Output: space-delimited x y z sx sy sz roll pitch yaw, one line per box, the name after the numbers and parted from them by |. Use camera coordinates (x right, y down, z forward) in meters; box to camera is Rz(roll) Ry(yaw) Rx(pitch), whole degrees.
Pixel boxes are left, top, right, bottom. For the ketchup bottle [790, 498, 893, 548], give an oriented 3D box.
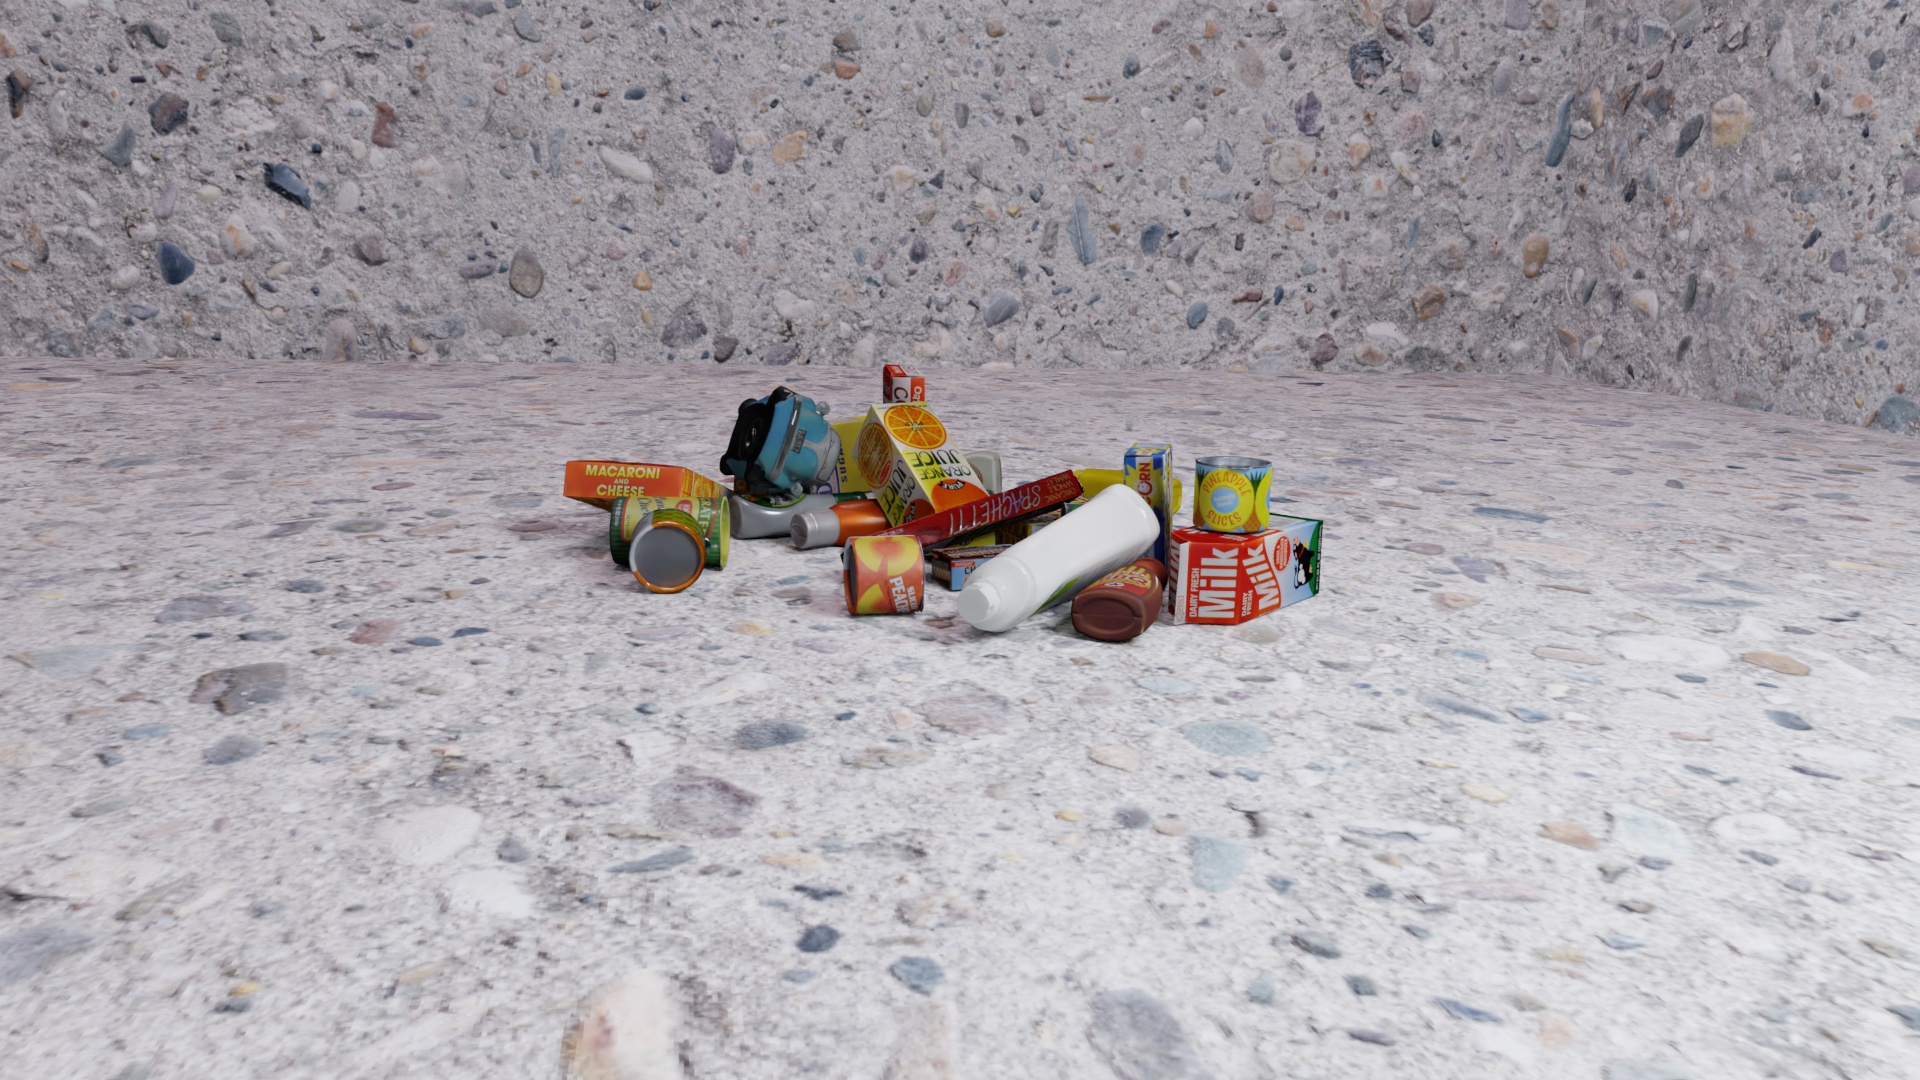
-0.103 -0.019 1.431 0.149 0.043 0.065 -8 22 -37 | ketchup bottle

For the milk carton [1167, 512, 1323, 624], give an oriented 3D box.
0.242 0.024 1.221 0.073 0.072 0.191 11 14 39 | milk carton

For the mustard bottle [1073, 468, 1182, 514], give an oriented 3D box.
0.180 -0.059 1.642 0.160 0.048 0.065 8 13 31 | mustard bottle

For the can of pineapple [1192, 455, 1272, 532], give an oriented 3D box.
0.235 -0.040 1.202 0.071 0.057 0.071 1 11 0 | can of pineapple

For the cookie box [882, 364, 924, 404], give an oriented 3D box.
-0.066 -0.109 1.559 0.040 0.167 0.123 -1 12 -8 | cookie box

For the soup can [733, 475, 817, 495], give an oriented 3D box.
-0.207 -0.060 1.552 0.084 0.071 0.071 2 12 3 | soup can

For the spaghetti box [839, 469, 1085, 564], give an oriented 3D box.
0.005 -0.017 1.319 0.251 0.029 0.050 -19 -9 -29 | spaghetti box

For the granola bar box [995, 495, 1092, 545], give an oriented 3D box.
0.093 -0.018 1.465 0.124 0.039 0.166 -4 13 -22 | granola bar box

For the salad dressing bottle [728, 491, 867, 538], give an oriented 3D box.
-0.170 -0.030 1.471 0.148 0.044 0.064 -5 17 -30 | salad dressing bottle

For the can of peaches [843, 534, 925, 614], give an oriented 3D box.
-0.065 0.030 1.166 0.058 0.071 0.071 -1 12 -15 | can of peaches

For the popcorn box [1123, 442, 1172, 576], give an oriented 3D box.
0.177 -0.024 1.301 0.038 0.126 0.085 1 11 15 | popcorn box

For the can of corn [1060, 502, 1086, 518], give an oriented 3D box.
0.127 -0.001 1.337 0.058 0.071 0.071 2 12 -2 | can of corn

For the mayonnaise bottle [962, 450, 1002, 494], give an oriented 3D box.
-0.026 -0.075 1.665 0.148 0.064 0.041 0 15 13 | mayonnaise bottle

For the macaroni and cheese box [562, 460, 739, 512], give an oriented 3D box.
-0.314 -0.048 1.426 0.124 0.040 0.166 3 -7 10 | macaroni and cheese box

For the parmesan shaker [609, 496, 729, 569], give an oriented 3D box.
-0.273 -0.007 1.309 0.103 0.071 0.071 1 12 -3 | parmesan shaker

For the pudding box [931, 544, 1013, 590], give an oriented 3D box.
0.020 0.024 1.283 0.084 0.030 0.050 -3 12 -22 | pudding box

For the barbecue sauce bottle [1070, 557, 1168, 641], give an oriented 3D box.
0.142 0.046 1.168 0.065 0.043 0.149 2 11 20 | barbecue sauce bottle

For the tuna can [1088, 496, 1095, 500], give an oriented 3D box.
0.171 -0.028 1.535 0.071 0.032 0.071 2 12 0 | tuna can

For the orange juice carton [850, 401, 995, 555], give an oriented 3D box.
-0.033 -0.050 1.406 0.072 0.072 0.193 -7 50 -34 | orange juice carton

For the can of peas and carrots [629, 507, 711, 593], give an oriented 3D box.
-0.257 0.009 1.233 0.071 0.070 0.059 -1 13 -11 | can of peas and carrots
